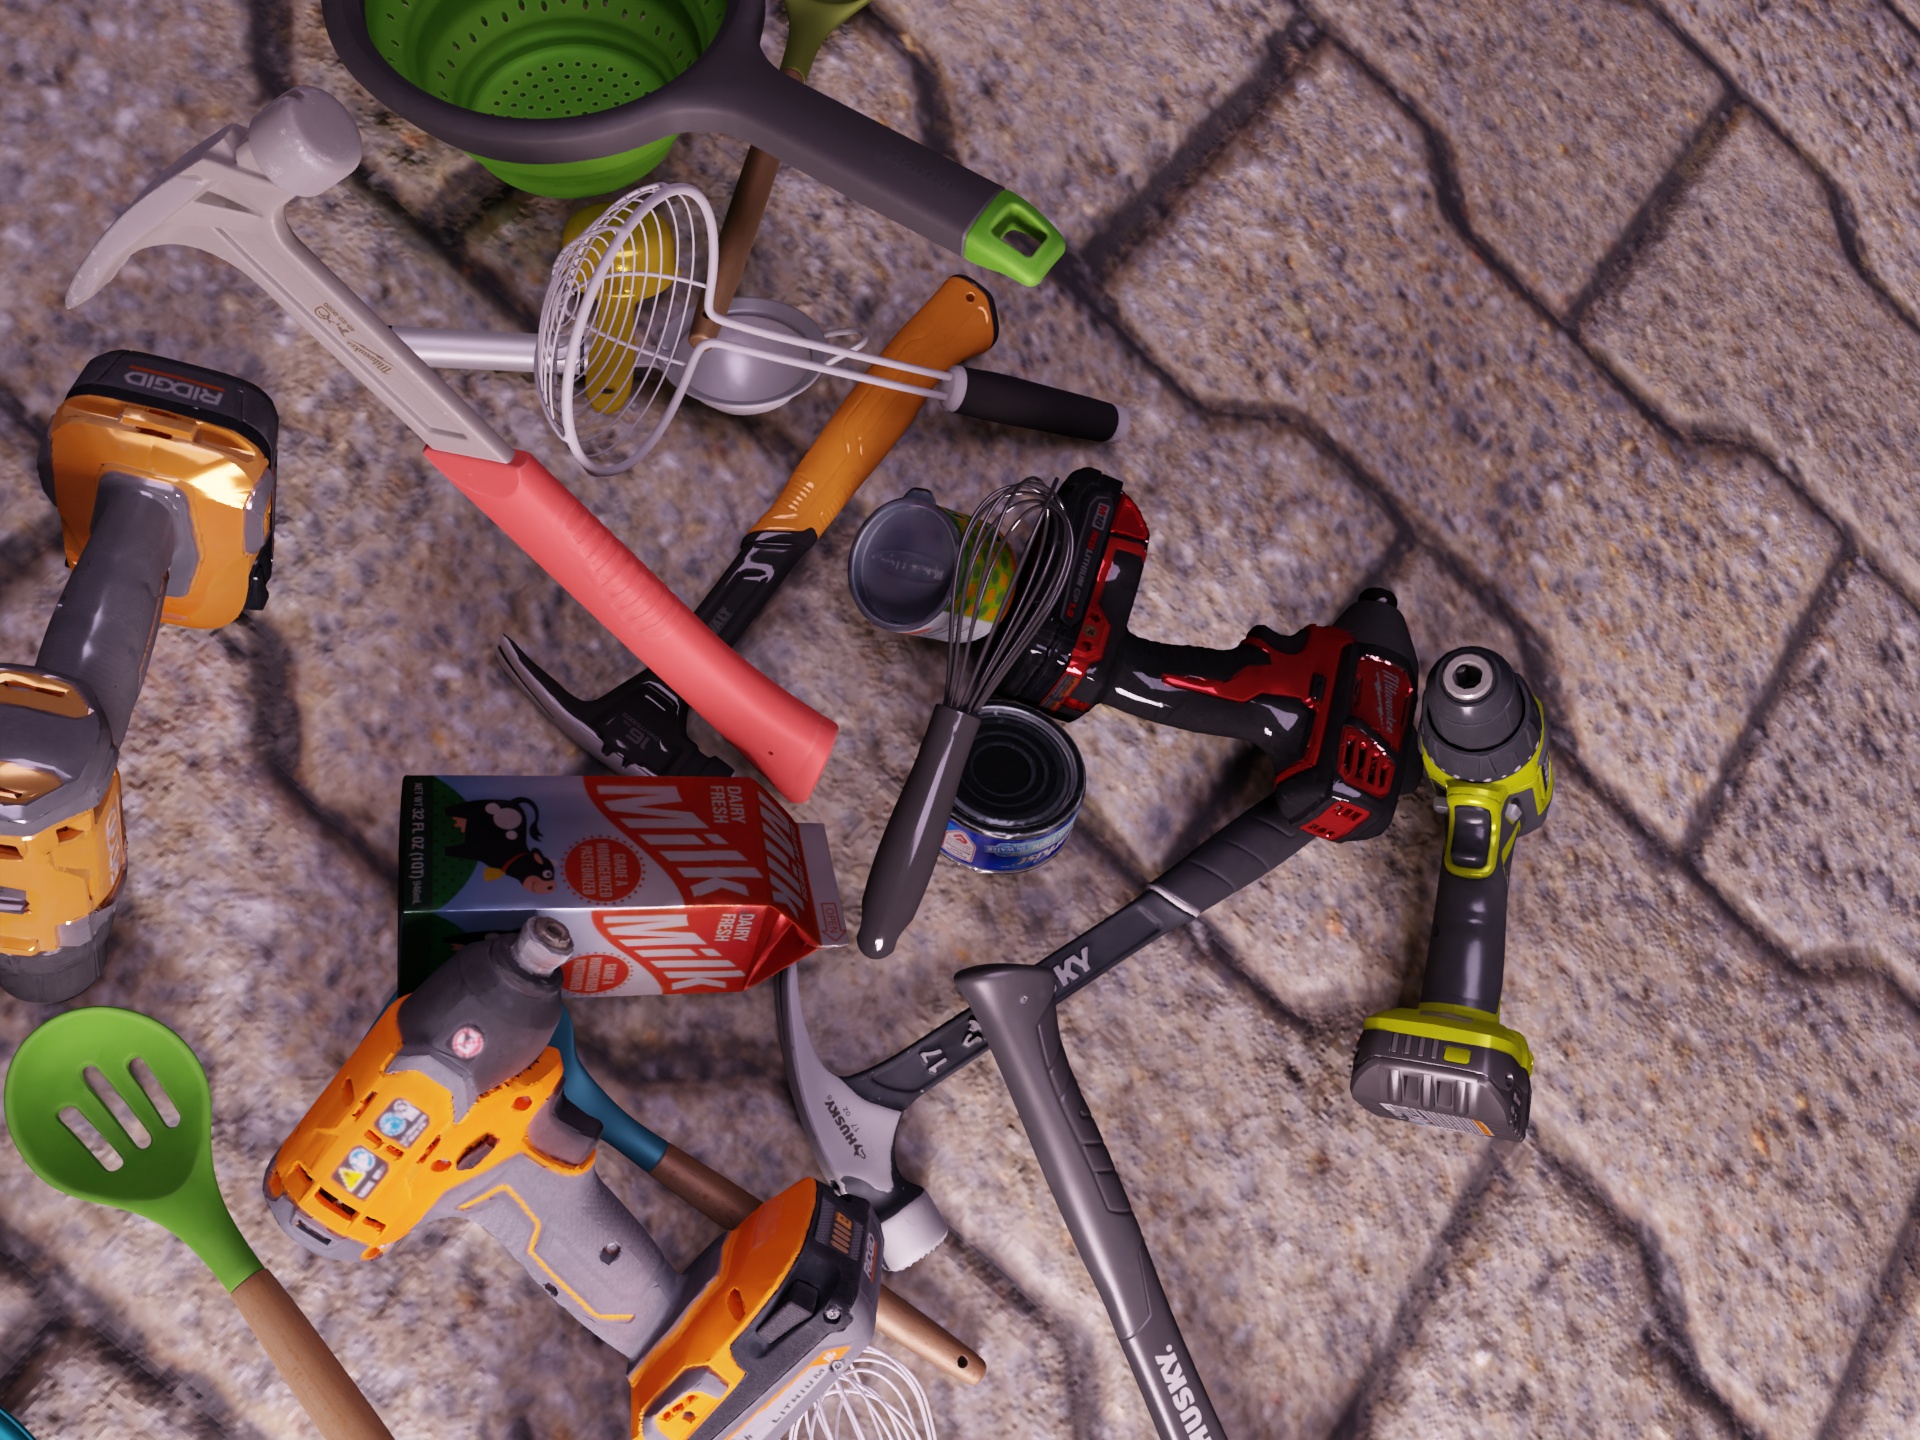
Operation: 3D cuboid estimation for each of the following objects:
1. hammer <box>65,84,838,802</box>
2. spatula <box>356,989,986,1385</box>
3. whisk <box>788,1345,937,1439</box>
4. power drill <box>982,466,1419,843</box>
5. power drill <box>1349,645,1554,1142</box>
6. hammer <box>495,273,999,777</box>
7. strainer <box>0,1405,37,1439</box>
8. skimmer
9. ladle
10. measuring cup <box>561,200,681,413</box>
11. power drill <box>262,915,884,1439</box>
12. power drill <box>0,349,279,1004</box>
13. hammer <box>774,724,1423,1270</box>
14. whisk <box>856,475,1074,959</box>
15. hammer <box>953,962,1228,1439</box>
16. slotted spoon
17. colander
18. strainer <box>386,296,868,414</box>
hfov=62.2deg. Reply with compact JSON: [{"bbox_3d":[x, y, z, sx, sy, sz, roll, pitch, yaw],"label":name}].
[{"bbox_3d":[-0.179,-0.081,0.657,0.358,0.149,0.037,47,41,-34],"label":"hammer"},{"bbox_3d":[-0.116,0.208,0.713,0.317,0.044,0.082,38,65,-11],"label":"spatula"},{"bbox_3d":[-0.004,0.397,0.685,0.070,0.070,0.284,-24,89,-24],"label":"whisk"},{"bbox_3d":[0.135,-0.038,0.827,0.219,0.078,0.143,22,64,-7],"label":"power drill"},{"bbox_3d":[0.255,0.085,0.803,0.080,0.190,0.229,5,73,24],"label":"power drill"},{"bbox_3d":[-0.086,-0.113,0.809,0.127,0.034,0.337,38,66,-7],"label":"hammer"},{"bbox_3d":[-0.343,0.330,0.558,0.340,0.095,0.211,12,74,-19],"label":"strainer"},{"bbox_3d":[-0.035,-0.160,0.758,0.363,0.090,0.127,3,114,-39],"label":"skimmer"},{"bbox_3d":[-0.094,-0.328,0.834,0.078,0.062,0.320,14,63,-3],"label":"ladle"},{"bbox_3d":[-0.168,-0.204,0.770,0.062,0.029,0.157,0,46,-9],"label":"measuring cup"},{"bbox_3d":[-0.142,0.188,0.639,0.226,0.084,0.164,37,105,-10],"label":"power drill"},{"bbox_3d":[-0.340,-0.010,0.633,0.084,0.185,0.226,13,52,-16],"label":"power drill"},{"bbox_3d":[0.090,0.098,0.812,0.409,0.036,0.149,-30,85,-25],"label":"hammer"},{"bbox_3d":[0.000,-0.002,0.736,0.055,0.055,0.239,20,89,-14],"label":"whisk"},{"bbox_3d":[0.073,0.264,0.731,0.146,0.035,0.335,-25,94,-24],"label":"hammer"},{"bbox_3d":[-0.264,0.240,0.619,0.070,0.031,0.314,-37,79,-24],"label":"slotted spoon"},{"bbox_3d":[-0.128,-0.287,0.768,0.397,0.094,0.204,31,66,11],"label":"colander"},{"bbox_3d":[-0.176,-0.181,0.793,0.258,0.050,0.087,0,51,-14],"label":"strainer"}]
